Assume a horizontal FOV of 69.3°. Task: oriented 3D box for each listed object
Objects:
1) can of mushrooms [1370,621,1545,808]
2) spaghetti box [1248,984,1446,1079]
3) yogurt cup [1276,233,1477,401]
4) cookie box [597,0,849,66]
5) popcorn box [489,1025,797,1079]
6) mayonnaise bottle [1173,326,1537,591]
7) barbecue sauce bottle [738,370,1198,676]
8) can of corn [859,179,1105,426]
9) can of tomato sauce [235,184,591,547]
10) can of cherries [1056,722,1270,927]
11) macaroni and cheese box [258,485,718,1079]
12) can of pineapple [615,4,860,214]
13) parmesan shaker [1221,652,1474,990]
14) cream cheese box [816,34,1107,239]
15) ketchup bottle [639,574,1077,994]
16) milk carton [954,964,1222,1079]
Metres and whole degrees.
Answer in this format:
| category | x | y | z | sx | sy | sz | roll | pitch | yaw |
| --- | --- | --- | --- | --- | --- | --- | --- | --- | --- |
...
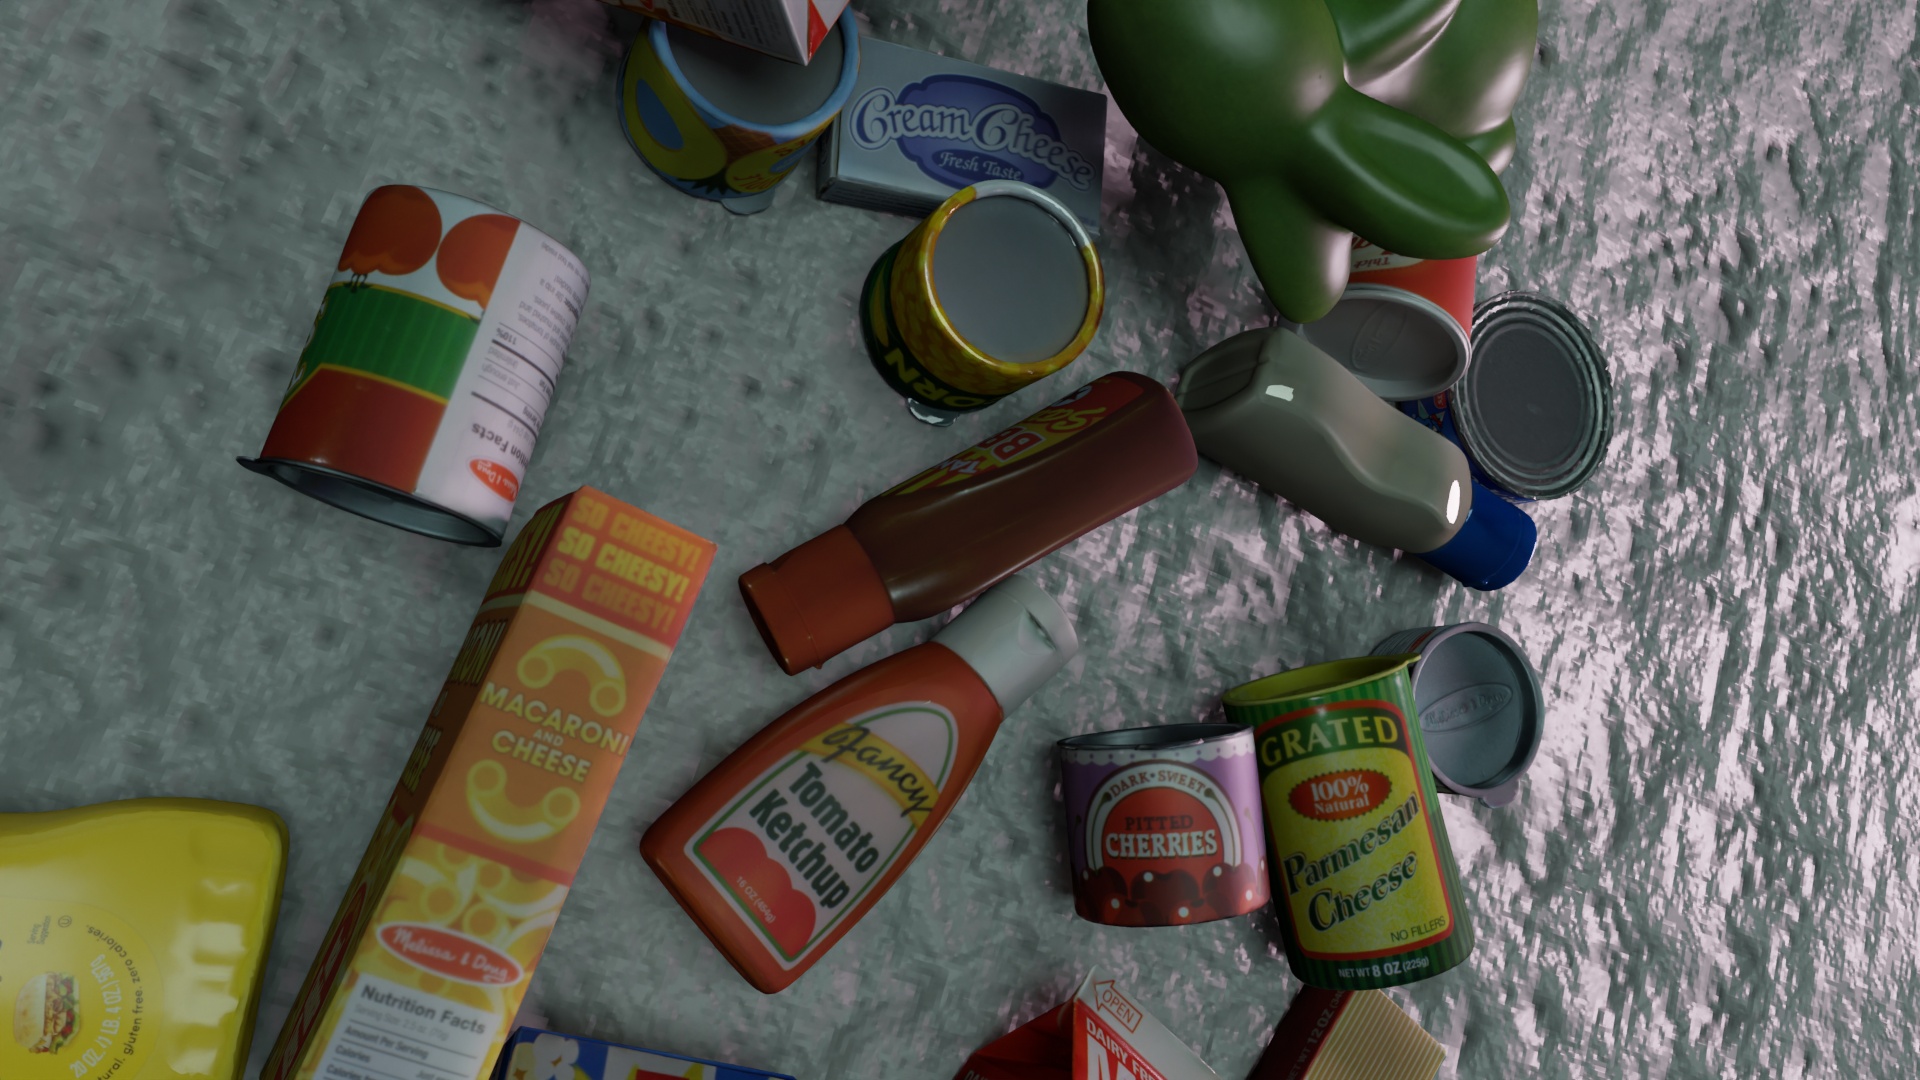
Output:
| category | x | y | z | sx | sy | sz | roll | pitch | yaw |
| --- | --- | --- | --- | --- | --- | --- | --- | --- | --- |
| can of mushrooms | 0.189 | 0.068 | 0.538 | 0.071 | 0.033 | 0.071 | 3 | 82 | -23 |
| spaghetti box | 0.084 | 0.263 | 0.471 | 0.050 | 0.028 | 0.251 | 43 | 69 | -12 |
| yogurt cup | 0.165 | -0.094 | 0.532 | 0.072 | 0.072 | 0.054 | 30 | 65 | -17 |
| cookie box | -0.091 | -0.218 | 0.406 | 0.167 | 0.040 | 0.123 | 23 | 71 | 17 |
| popcorn box | -0.094 | 0.202 | 0.368 | 0.085 | 0.038 | 0.127 | 20 | 46 | -20 |
| mayonnaise bottle | 0.152 | -0.027 | 0.520 | 0.148 | 0.064 | 0.041 | 27 | 70 | -22 |
| barbecue sauce bottle | 0.002 | -0.006 | 0.454 | 0.149 | 0.065 | 0.043 | -28 | 103 | -15 |
| can of corn | 0.006 | -0.078 | 0.465 | 0.071 | 0.058 | 0.071 | 3 | 82 | -22 |
| can of tomato sauce | -0.151 | -0.048 | 0.391 | 0.071 | 0.071 | 0.083 | 20 | 75 | -20 |
| can of cherries | 0.067 | 0.093 | 0.462 | 0.071 | 0.071 | 0.058 | -3 | 86 | -23 |
| macaroni and cheese box | -0.125 | 0.074 | 0.354 | 0.040 | 0.123 | 0.167 | 26 | 74 | -19 |
| can of pineapple | -0.070 | -0.147 | 0.441 | 0.071 | 0.057 | 0.071 | 3 | 82 | -23 |
| parmesan shaker | 0.140 | 0.098 | 0.493 | 0.071 | 0.071 | 0.103 | -14 | 89 | -24 |
| cream cheese box | 0.002 | -0.139 | 0.489 | 0.104 | 0.024 | 0.053 | 6 | 81 | -22 |
| ketchup bottle | -0.026 | 0.069 | 0.441 | 0.149 | 0.043 | 0.064 | -41 | 99 | -23 |
| milk carton | 0.011 | 0.228 | 0.419 | 0.072 | 0.073 | 0.191 | 45 | 69 | -12 |
